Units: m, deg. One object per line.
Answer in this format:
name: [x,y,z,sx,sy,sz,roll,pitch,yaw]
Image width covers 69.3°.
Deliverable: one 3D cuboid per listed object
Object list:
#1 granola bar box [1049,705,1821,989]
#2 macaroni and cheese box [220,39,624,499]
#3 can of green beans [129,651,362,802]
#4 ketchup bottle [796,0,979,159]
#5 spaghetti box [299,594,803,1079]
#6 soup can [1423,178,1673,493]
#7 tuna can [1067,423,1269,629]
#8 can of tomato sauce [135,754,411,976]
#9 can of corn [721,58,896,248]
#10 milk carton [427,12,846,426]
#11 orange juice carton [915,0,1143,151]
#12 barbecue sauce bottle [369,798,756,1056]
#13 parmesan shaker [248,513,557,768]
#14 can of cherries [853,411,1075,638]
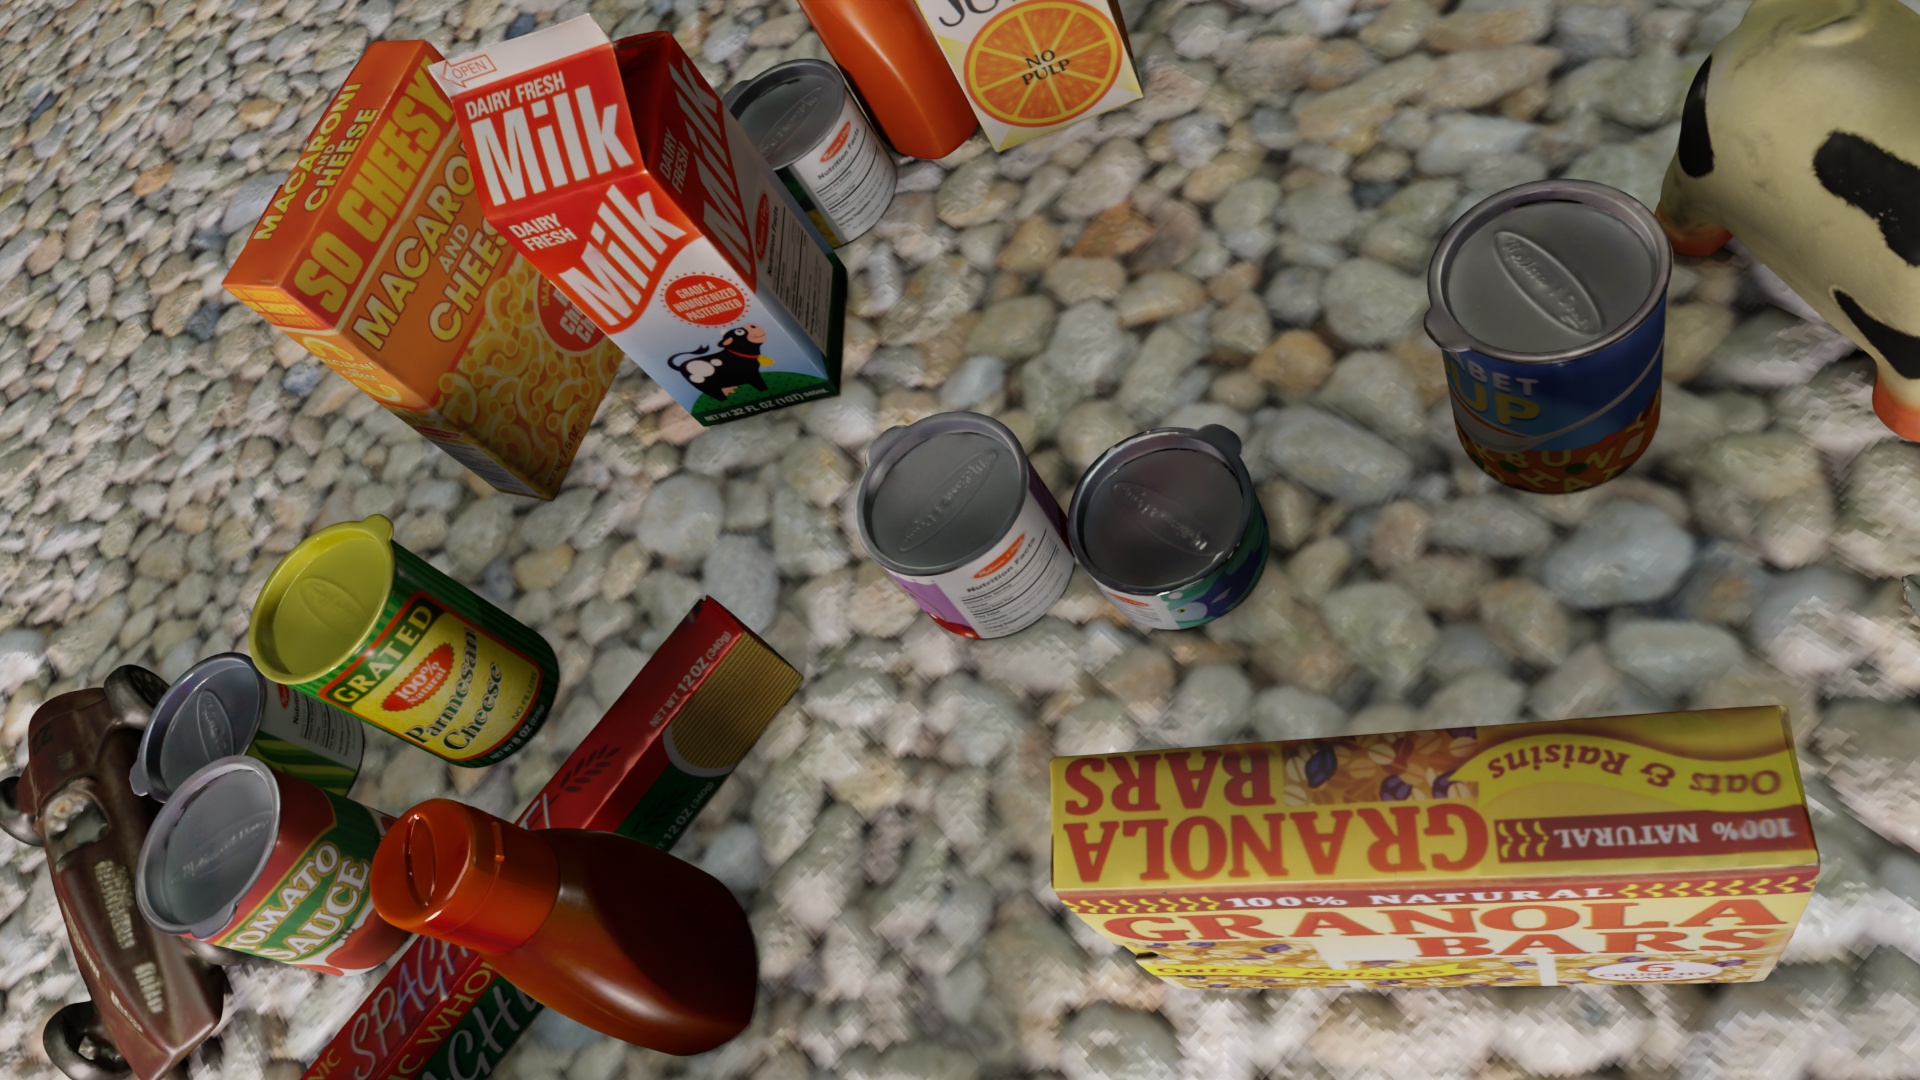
granola bar box: [0.121,0.088,0.363,0.165,0.124,0.039,-8,60,21]
macaroni and cheese box: [-0.215,-0.111,0.602,0.040,0.166,0.124,8,67,28]
can of green beans: [-0.303,0.089,0.597,0.071,0.057,0.071,-11,59,19]
ketchup bottle: [-0.043,-0.232,0.603,0.043,0.148,0.065,-47,54,-5]
spaghetti box: [-0.154,0.132,0.509,0.029,0.050,0.250,33,79,35]
soup can: [0.185,-0.061,0.442,0.071,0.083,0.071,-11,59,19]
tuna can: [0.076,-0.006,0.492,0.071,0.032,0.071,-11,59,19]
can of tomato sauce: [-0.258,0.129,0.538,0.071,0.083,0.071,-11,59,19]
can of corn: [-0.072,-0.177,0.640,0.071,0.058,0.071,-11,59,19]
milk carton: [-0.120,-0.130,0.554,0.072,0.190,0.074,-11,59,20]
orange juice carton: [0.009,-0.257,0.565,0.073,0.192,0.072,-17,57,16]
barbecue sauce bottle: [-0.119,0.120,0.440,0.043,0.148,0.065,-28,55,9]
parmesan shaker: [-0.216,0.043,0.555,0.071,0.102,0.071,-11,59,19]
can of cherries: [0.002,-0.006,0.510,0.071,0.058,0.072,-11,59,19]
